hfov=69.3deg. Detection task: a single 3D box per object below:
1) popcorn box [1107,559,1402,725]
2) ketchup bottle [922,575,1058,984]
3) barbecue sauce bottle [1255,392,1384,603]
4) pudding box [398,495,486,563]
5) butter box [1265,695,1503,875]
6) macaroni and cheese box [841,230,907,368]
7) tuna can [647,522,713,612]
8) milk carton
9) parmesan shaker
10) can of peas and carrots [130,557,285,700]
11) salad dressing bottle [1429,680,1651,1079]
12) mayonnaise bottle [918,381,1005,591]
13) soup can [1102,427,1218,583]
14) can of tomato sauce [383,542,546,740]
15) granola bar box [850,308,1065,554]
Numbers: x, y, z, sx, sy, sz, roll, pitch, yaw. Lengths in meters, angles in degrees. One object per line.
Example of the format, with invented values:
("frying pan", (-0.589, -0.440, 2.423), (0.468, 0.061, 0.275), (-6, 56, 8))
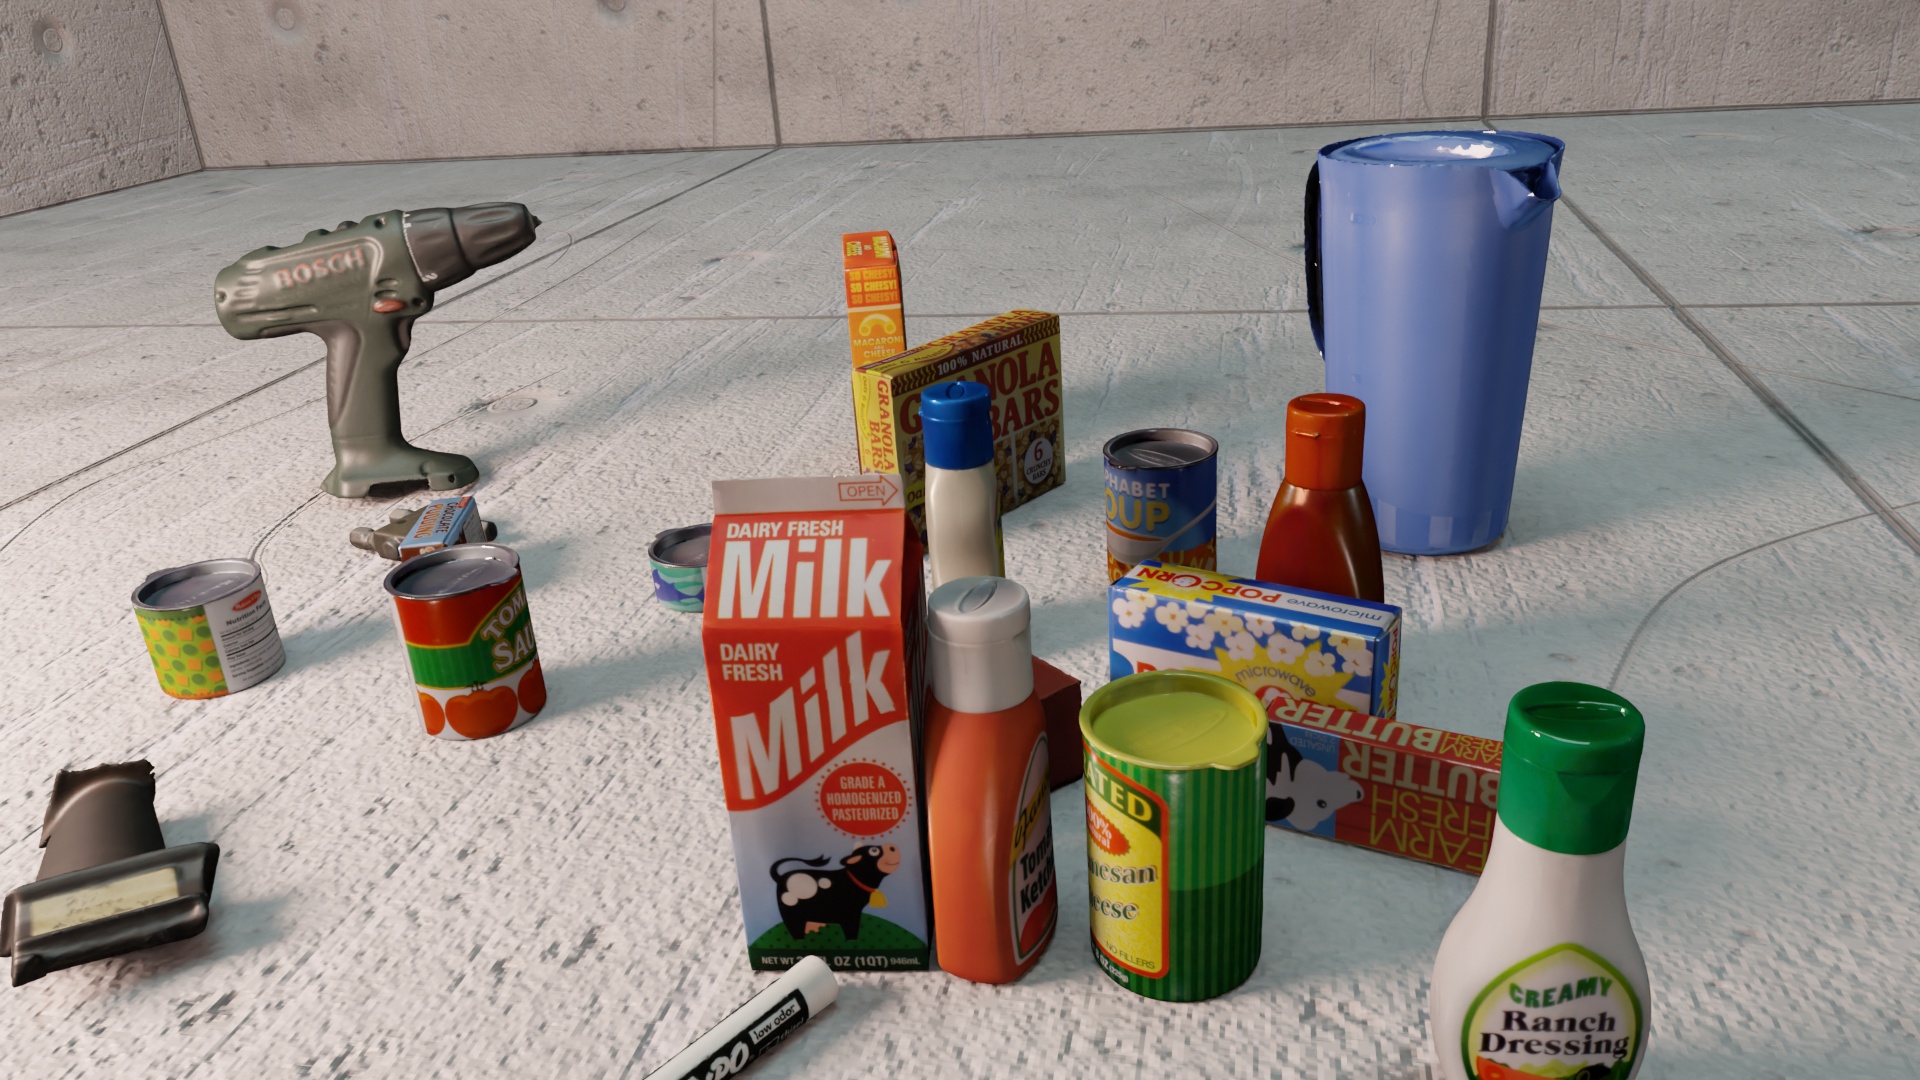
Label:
("popcorn box", (0.132, 0.063, 0.631), (0.127, 0.085, 0.038), (11, 27, 31))
("ketchup bottle", (0.010, 0.087, 0.515), (0.043, 0.148, 0.065), (5, 25, 21))
("barbecue sauce bottle", (0.177, 0.003, 0.682), (0.065, 0.148, 0.044), (16, 30, 39))
("pudding box", (-0.324, 0.009, 0.875), (0.030, 0.049, 0.084), (-6, 23, -4))
("butter box", (0.176, 0.101, 0.575), (0.103, 0.053, 0.024), (9, 26, 28))
("macaroni and cheese box", (-0.058, -0.130, 1.007), (0.040, 0.165, 0.124), (-6, 23, -3))
("tuna can", (-0.158, 0.016, 0.853), (0.071, 0.032, 0.071), (-3, 23, 2))
("milk carton", (-0.049, 0.064, 0.525), (0.072, 0.189, 0.074), (-2, 23, 5))
("parmesan shaker", (0.080, 0.109, 0.509), (0.071, 0.102, 0.071), (-3, 23, 2))
("can of peas and carrots", (-0.427, 0.049, 0.787), (0.071, 0.058, 0.071), (-3, 23, 2))
("salad dressing bottle", (0.179, 0.115, 0.423), (0.064, 0.147, 0.044), (-1, 23, 7))
("mayonnaise bottle", (0.003, -0.009, 0.740), (0.041, 0.147, 0.065), (-3, 23, 3))
("soup can", (0.116, -0.016, 0.817), (0.071, 0.083, 0.071), (-3, 23, 2))
("can of tomato sauce", (-0.254, 0.052, 0.721), (0.071, 0.082, 0.071), (-3, 23, 2))
("granola bar box", (0.003, -0.073, 0.918), (0.039, 0.123, 0.166), (16, 30, 39))
